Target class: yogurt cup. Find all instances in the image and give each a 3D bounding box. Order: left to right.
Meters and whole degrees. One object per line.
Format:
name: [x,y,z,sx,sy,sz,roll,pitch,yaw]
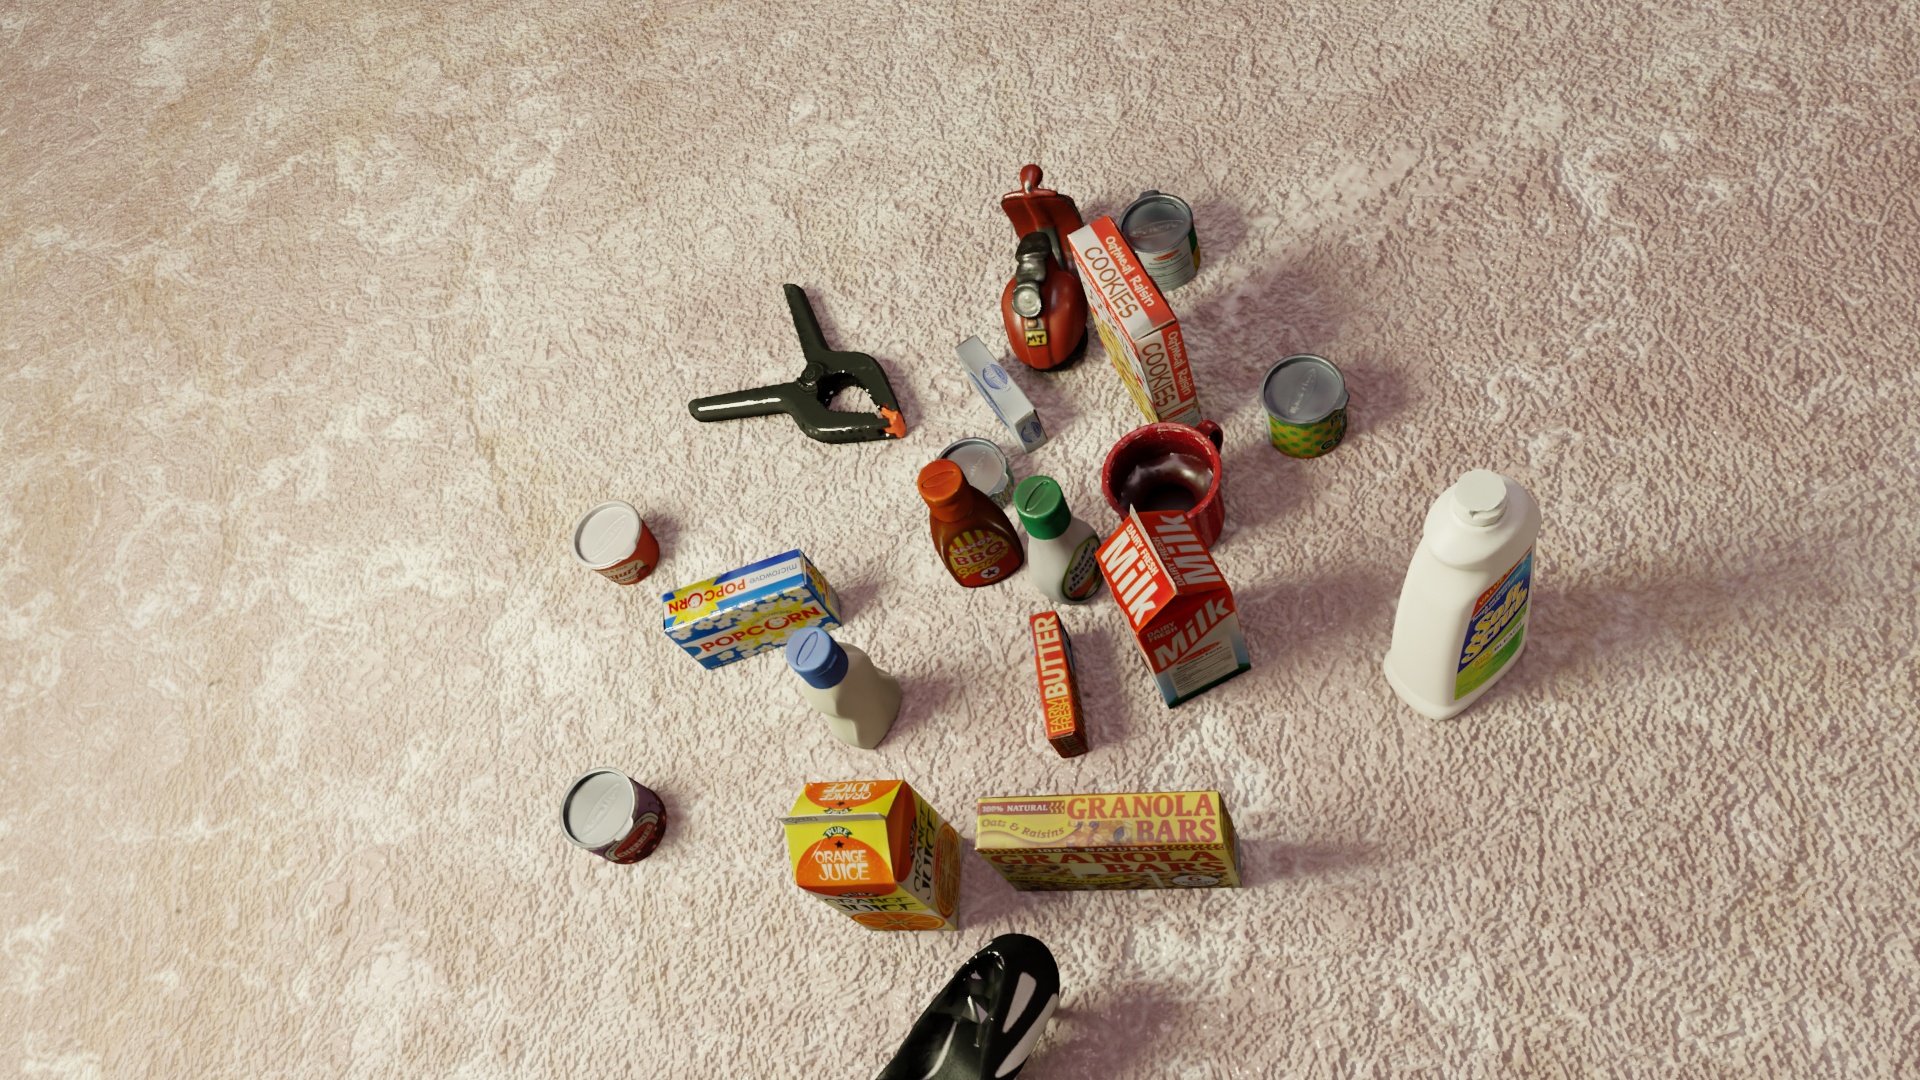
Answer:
yogurt cup: [-0.306,0.005,1.242,0.072,0.053,0.073,-7,61,14]

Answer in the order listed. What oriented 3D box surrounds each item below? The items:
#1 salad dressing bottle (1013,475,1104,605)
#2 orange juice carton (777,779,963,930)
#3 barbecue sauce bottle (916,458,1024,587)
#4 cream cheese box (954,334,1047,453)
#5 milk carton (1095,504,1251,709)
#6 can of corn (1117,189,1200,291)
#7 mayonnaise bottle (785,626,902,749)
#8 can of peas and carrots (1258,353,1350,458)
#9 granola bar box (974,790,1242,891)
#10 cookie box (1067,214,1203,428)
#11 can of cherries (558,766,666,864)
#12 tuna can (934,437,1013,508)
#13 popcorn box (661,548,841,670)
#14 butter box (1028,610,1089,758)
salad dressing bottle: [0.075,0.000,1.070,0.044,0.147,0.064,29,75,28]
orange juice carton: [-0.059,0.218,0.970,0.072,0.192,0.073,-5,62,15]
barbecue sauce bottle: [0.004,-0.014,1.099,0.065,0.148,0.044,-22,59,6]
cream cheese box: [0.036,-0.127,1.205,0.024,0.053,0.104,-34,58,-2]
milk carton: [0.152,0.045,0.997,0.073,0.190,0.072,-27,59,3]
can of corn: [0.176,-0.265,1.231,0.071,0.058,0.071,-7,61,14]
mayonnaise bottle: [-0.090,0.109,1.064,0.041,0.147,0.065,19,71,25]
can of peas and carrots: [0.278,-0.107,1.115,0.071,0.058,0.071,-7,61,14]
granola bar box: [0.105,0.210,0.963,0.165,0.123,0.039,-5,62,15]
cookie box: [0.145,-0.165,1.124,0.040,0.167,0.123,-28,59,2]
can of cherries: [-0.277,0.223,1.114,0.071,0.058,0.072,-7,61,14]
tuna can: [0.013,-0.051,1.184,0.071,0.032,0.071,-7,61,14]
popcorn box: [-0.172,0.058,1.153,0.126,0.085,0.038,-19,59,8]
butter box: [0.075,0.111,1.067,0.024,0.053,0.104,-13,60,11]
